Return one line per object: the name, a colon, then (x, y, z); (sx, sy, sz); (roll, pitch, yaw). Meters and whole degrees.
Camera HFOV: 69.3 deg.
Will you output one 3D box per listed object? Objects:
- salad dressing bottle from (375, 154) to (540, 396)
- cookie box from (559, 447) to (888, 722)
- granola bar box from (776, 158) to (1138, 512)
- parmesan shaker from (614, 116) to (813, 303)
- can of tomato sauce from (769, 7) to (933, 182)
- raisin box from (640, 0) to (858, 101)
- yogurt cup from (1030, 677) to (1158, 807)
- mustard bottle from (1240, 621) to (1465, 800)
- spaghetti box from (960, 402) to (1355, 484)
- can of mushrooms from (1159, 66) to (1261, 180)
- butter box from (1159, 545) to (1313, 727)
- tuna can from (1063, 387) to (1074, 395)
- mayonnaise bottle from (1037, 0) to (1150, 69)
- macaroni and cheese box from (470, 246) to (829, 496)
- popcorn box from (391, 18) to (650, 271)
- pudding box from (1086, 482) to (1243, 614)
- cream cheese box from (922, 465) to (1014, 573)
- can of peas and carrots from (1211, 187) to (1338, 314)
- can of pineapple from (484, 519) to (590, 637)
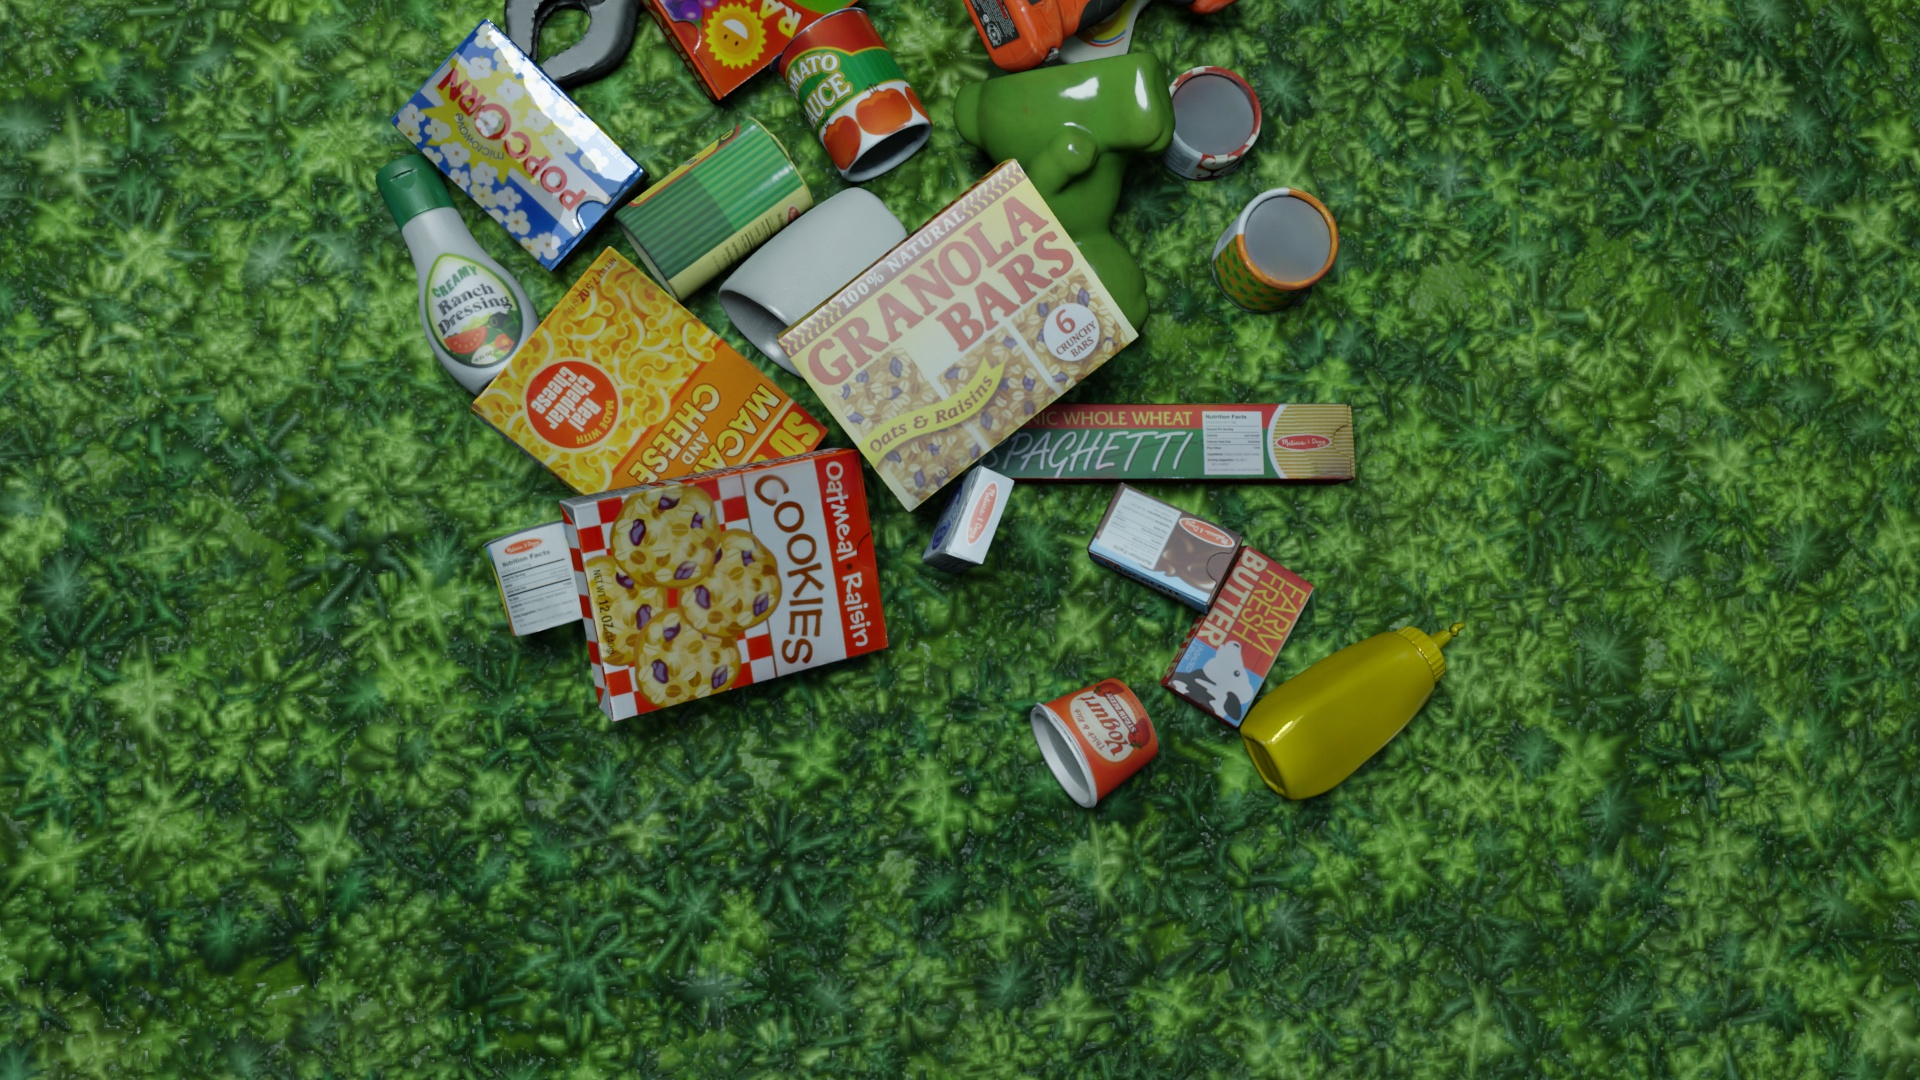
salad dressing bottle: (-0.305, -0.160, 0.840); (0.064, 0.044, 0.147); (-28, 86, -8)
cookie box: (-0.131, 0.021, 0.797); (0.168, 0.040, 0.122); (-13, 102, -25)
granola bar box: (-0.002, -0.116, 0.791); (0.165, 0.039, 0.124); (-38, 103, -1)
parmesan shaker: (-0.151, -0.202, 0.846); (0.103, 0.071, 0.071); (-38, 88, -9)
can of tomato sauce: (-0.067, -0.276, 0.866); (0.071, 0.071, 0.083); (-31, 87, -8)
raisin box: (-0.129, -0.345, 0.868); (0.123, 0.040, 0.086); (-38, 114, -9)
yogurt cup: (0.082, 0.118, 0.834); (0.054, 0.072, 0.072); (-27, 86, -16)
mustard bottle: (0.250, 0.095, 0.858); (0.161, 0.049, 0.065); (-31, 109, -14)
spaghetti box: (0.123, -0.061, 0.877); (0.250, 0.028, 0.050); (0, 83, -6)
can of mushrooms: (0.162, -0.273, 0.906); (0.071, 0.033, 0.071); (1, 82, -5)
butter box: (0.173, 0.060, 0.869); (0.053, 0.024, 0.103); (31, 81, -2)
tuna can: (0.035, -0.106, 0.855); (0.071, 0.071, 0.033); (-1, 83, -6)
mayonnaise bottle: (0.101, -0.366, 0.906); (0.065, 0.041, 0.148); (31, 82, -9)
macaroni and cheese box: (-0.181, -0.071, 0.823); (0.166, 0.040, 0.124); (40, 78, -15)
popcorn box: (-0.264, -0.237, 0.839); (0.126, 0.038, 0.085); (44, 92, -9)
pudding box: (0.126, 0.005, 0.857); (0.084, 0.030, 0.050); (25, 80, 16)
cream cheese box: (0.003, -0.010, 0.821); (0.024, 0.103, 0.053); (23, 83, -7)
can of peas and carrots: (0.202, -0.182, 0.885); (0.071, 0.058, 0.071); (1, 83, -5)
can of pineapple: (-0.236, 0.020, 0.812); (0.071, 0.071, 0.058); (-16, 91, -7)
